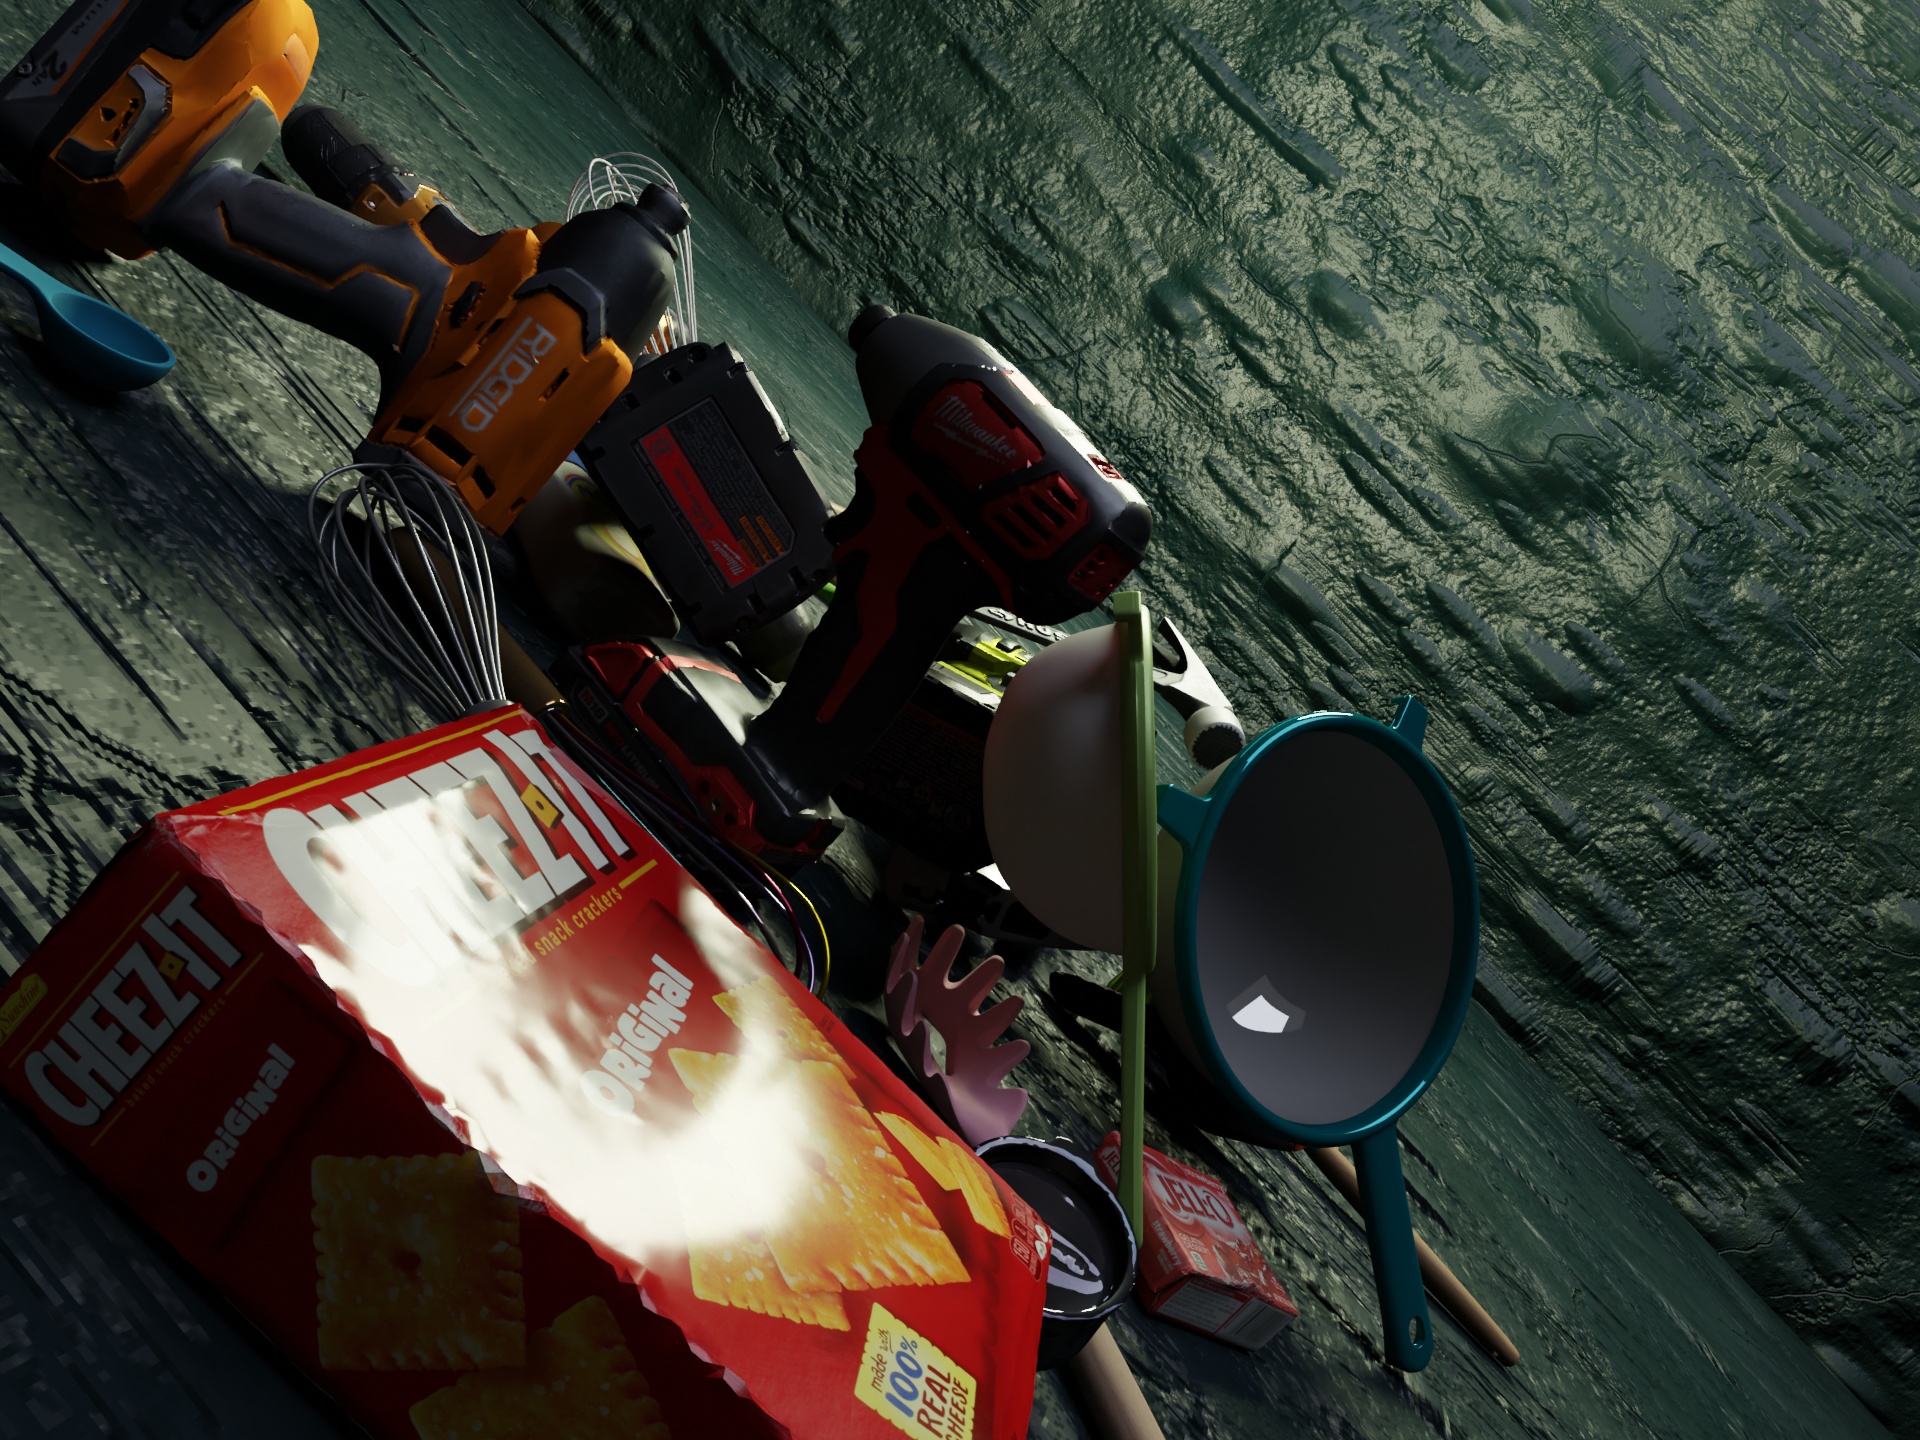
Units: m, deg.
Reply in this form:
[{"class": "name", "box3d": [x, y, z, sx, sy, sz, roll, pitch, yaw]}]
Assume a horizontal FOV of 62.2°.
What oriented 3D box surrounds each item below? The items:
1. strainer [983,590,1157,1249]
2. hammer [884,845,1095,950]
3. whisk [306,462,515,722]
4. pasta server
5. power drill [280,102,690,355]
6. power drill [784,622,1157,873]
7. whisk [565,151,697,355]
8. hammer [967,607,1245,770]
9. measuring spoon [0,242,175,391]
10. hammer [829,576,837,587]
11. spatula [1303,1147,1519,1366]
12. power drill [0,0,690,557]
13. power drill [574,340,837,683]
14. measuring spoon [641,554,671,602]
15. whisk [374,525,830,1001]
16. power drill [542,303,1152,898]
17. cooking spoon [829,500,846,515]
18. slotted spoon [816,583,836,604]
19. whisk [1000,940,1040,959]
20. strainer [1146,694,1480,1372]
[{"class": "strainer", "box3d": [0.043, 0.080, 0.642, 0.151, 0.069, 0.256, 57, 34, -81]}, {"class": "hammer", "box3d": [-0.008, 0.025, 0.905, 0.146, 0.035, 0.335, 17, 20, -25]}, {"class": "whisk", "box3d": [-0.154, 0.002, 0.509, 0.239, 0.055, 0.055, 57, 15, 27]}, {"class": "pasta server", "box3d": [0.039, 0.192, 0.548, 0.060, 0.040, 0.317, 20, 26, -39]}, {"class": "power drill", "box3d": [-0.279, -0.270, 0.940, 0.185, 0.084, 0.226, 46, 16, 11]}, {"class": "power drill", "box3d": [-0.001, -0.003, 0.821, 0.171, 0.080, 0.223, 28, 15, 12]}, {"class": "whisk", "box3d": [-0.158, -0.181, 0.897, 0.070, 0.070, 0.284, -24, 97, -78]}, {"class": "hammer", "box3d": [-0.015, -0.083, 0.987, 0.408, 0.036, 0.149, 21, 25, -14]}, {"class": "measuring spoon", "box3d": [-0.319, -0.145, 0.515, 0.128, 0.021, 0.042, 34, 13, -12]}, {"class": "hammer", "box3d": [-0.102, -0.115, 1.143, 0.331, 0.031, 0.130, 41, 12, -23]}, {"class": "spatula", "box3d": [0.240, 0.270, 0.972, 0.317, 0.082, 0.044, 48, 55, -4]}, {"class": "power drill", "box3d": [-0.224, -0.193, 0.610, 0.226, 0.164, 0.084, 39, -7, -6]}, {"class": "power drill", "box3d": [-0.116, -0.091, 0.771, 0.187, 0.080, 0.227, 59, -7, -15]}, {"class": "measuring spoon", "box3d": [-0.152, -0.043, 0.759, 0.034, 0.018, 0.124, 46, 16, -34]}, {"class": "whisk", "box3d": [-0.129, 0.014, 0.557, 0.245, 0.047, 0.051, 46, 12, 19]}, {"class": "power drill", "box3d": [-0.049, -0.047, 0.601, 0.143, 0.219, 0.078, 50, 12, 18]}, {"class": "cooking spoon", "box3d": [-0.143, -0.158, 1.019, 0.069, 0.017, 0.318, 7, -6, 36]}, {"class": "slotted spoon", "box3d": [-0.046, -0.053, 0.970, 0.314, 0.031, 0.070, 35, 17, 17]}, {"class": "whisk", "box3d": [0.069, 0.093, 0.956, 0.073, 0.073, 0.296, 47, 17, 5]}, {"class": "strainer", "box3d": [0.174, 0.164, 0.816, 0.095, 0.211, 0.340, -2, -77, 55]}]
